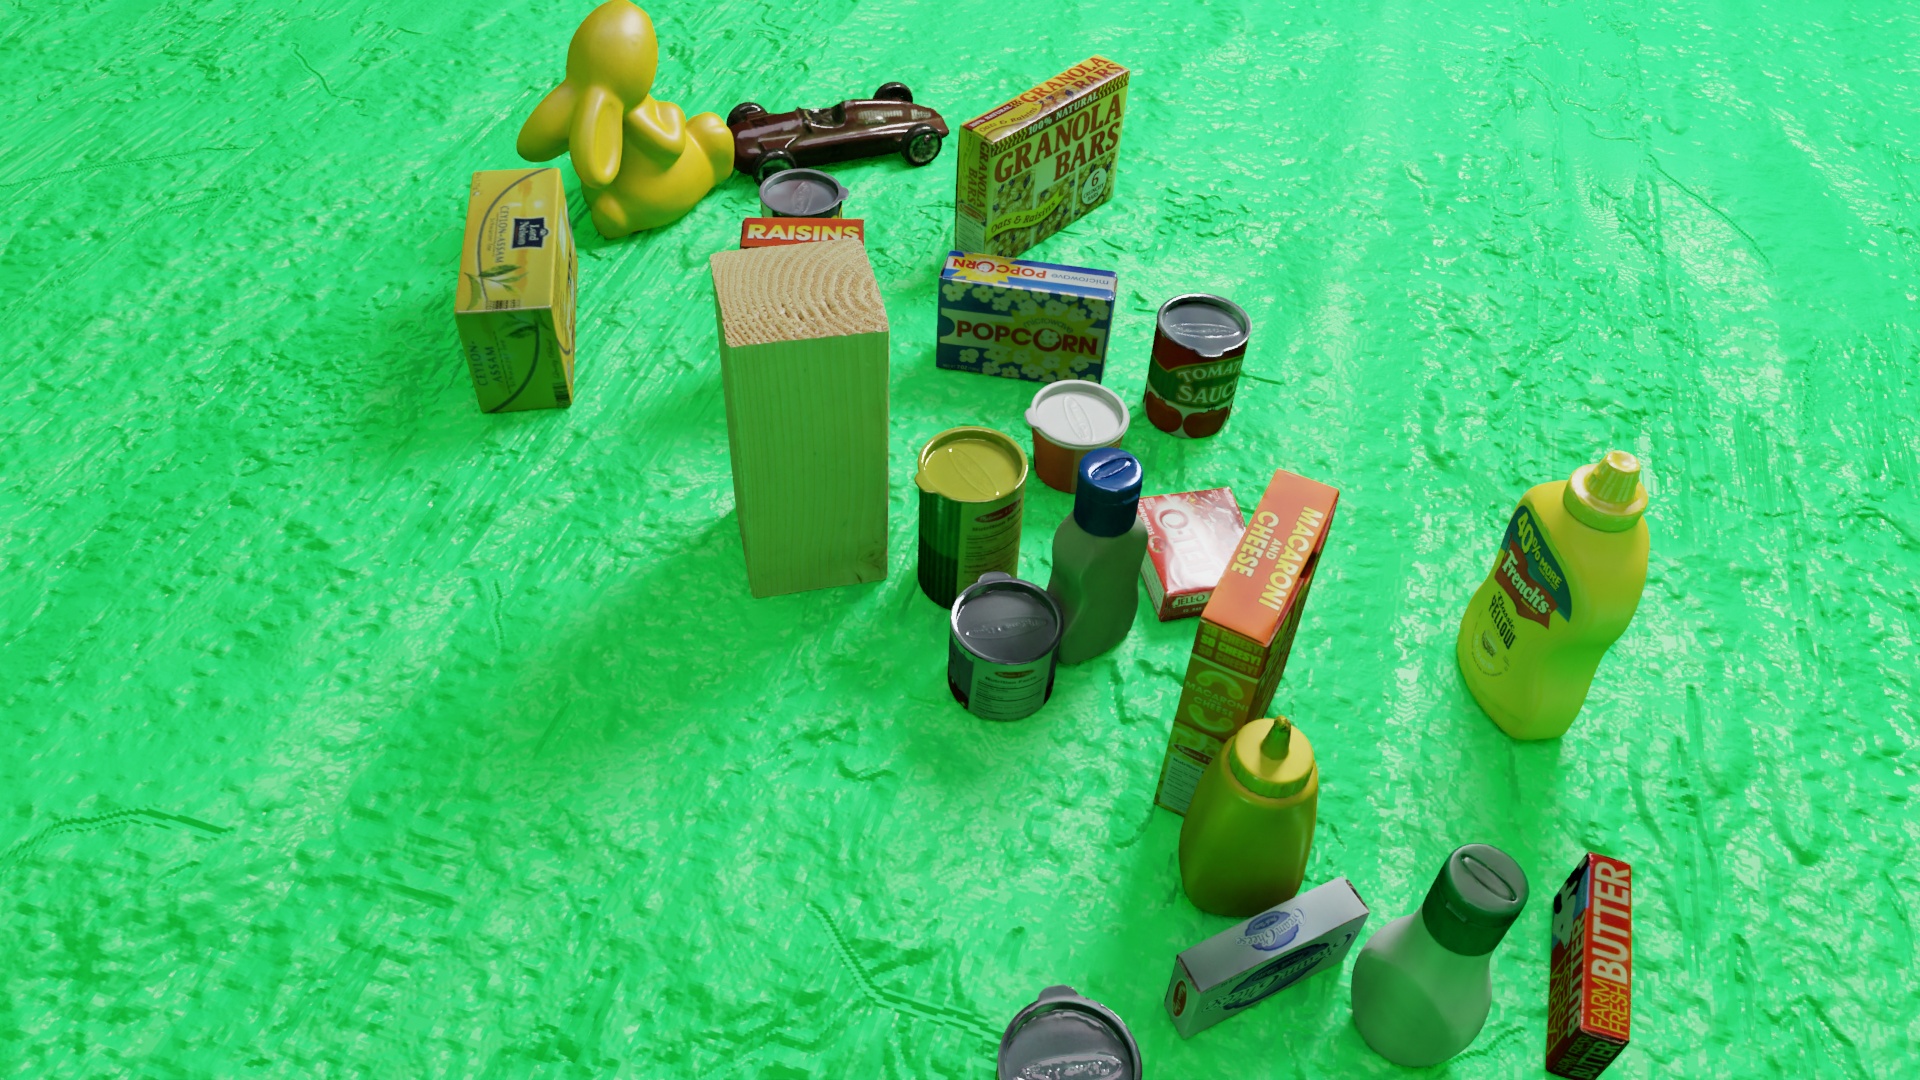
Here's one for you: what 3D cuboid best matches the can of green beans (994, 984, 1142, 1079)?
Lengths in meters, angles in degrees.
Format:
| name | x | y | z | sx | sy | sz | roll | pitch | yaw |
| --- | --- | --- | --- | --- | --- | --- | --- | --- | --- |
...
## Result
| name | x | y | z | sx | sy | sz | roll | pitch | yaw |
| --- | --- | --- | --- | --- | --- | --- | --- | --- | --- |
| can of green beans | 0.048 | 0.256 | 0.649 | 0.071 | 0.057 | 0.071 | 2 | 47 | -2 |

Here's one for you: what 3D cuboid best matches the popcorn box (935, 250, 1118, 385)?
| name | x | y | z | sx | sy | sz | roll | pitch | yaw |
| --- | --- | --- | --- | --- | --- | --- | --- | --- | --- |
| popcorn box | 0.048 | -0.162 | 1.023 | 0.127 | 0.084 | 0.038 | 8 | 47 | 5 |

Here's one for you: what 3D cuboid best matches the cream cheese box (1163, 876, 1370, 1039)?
| name | x | y | z | sx | sy | sz | roll | pitch | yaw |
| --- | --- | --- | --- | --- | --- | --- | --- | --- | --- |
| cream cheese box | 0.153 | 0.210 | 0.701 | 0.104 | 0.053 | 0.024 | -19 | 51 | -19 |

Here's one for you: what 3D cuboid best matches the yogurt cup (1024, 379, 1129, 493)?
| name | x | y | z | sx | sy | sz | roll | pitch | yaw |
| --- | --- | --- | --- | --- | --- | --- | --- | --- | --- |
| yogurt cup | 0.080 | -0.070 | 0.959 | 0.072 | 0.053 | 0.073 | 2 | 47 | -2 |

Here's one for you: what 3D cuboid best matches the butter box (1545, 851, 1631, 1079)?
| name | x | y | z | sx | sy | sz | roll | pitch | yaw |
| --- | --- | --- | --- | --- | --- | --- | --- | --- | --- |
| butter box | 0.319 | 0.216 | 0.705 | 0.024 | 0.052 | 0.104 | 15 | 48 | 11 |

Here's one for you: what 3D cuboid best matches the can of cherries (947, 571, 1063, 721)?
| name | x | y | z | sx | sy | sz | roll | pitch | yaw |
| --- | --- | --- | --- | --- | --- | --- | --- | --- | --- |
| can of cherries | 0.026 | 0.063 | 0.829 | 0.071 | 0.058 | 0.072 | 2 | 47 | -2 |

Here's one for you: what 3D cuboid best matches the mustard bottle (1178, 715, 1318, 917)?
| name | x | y | z | sx | sy | sz | roll | pitch | yaw |
| --- | --- | --- | --- | --- | --- | --- | --- | --- | --- |
| mustard bottle | 0.150 | 0.133 | 0.700 | 0.065 | 0.159 | 0.049 | 4 | 47 | 1 |

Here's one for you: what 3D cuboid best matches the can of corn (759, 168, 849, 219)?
| name | x | y | z | sx | sy | sz | roll | pitch | yaw |
| --- | --- | --- | --- | --- | --- | --- | --- | --- | --- |
| can of corn | -0.125 | -0.257 | 1.121 | 0.071 | 0.058 | 0.071 | 2 | 47 | -2 |

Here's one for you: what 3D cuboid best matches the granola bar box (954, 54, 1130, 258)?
| name | x | y | z | sx | sy | sz | roll | pitch | yaw |
| --- | --- | --- | --- | --- | --- | --- | --- | --- | --- |
| granola bar box | 0.065 | -0.308 | 1.134 | 0.039 | 0.123 | 0.166 | 36 | 55 | 27 |

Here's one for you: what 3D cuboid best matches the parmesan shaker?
| name | x | y | z | sx | sy | sz | roll | pitch | yaw |
| --- | --- | --- | --- | --- | --- | --- | --- | --- | --- |
| parmesan shaker | 0.003 | -0.011 | 0.866 | 0.071 | 0.102 | 0.072 | 2 | 47 | -2 |

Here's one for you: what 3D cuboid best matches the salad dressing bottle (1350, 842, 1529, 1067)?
| name | x | y | z | sx | sy | sz | roll | pitch | yaw |
| --- | --- | --- | --- | --- | --- | --- | --- | --- | --- |
| salad dressing bottle | 0.226 | 0.196 | 0.654 | 0.044 | 0.146 | 0.064 | -30 | 55 | -27 |

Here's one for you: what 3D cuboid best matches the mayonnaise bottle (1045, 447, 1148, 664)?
| name | x | y | z | sx | sy | sz | roll | pitch | yaw |
| --- | --- | --- | --- | --- | --- | --- | --- | --- | --- |
| mayonnaise bottle | 0.081 | 0.010 | 0.821 | 0.065 | 0.147 | 0.041 | -26 | 53 | -25 |

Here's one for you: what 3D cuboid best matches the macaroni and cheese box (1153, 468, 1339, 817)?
| name | x | y | z | sx | sy | sz | roll | pitch | yaw |
| --- | --- | --- | --- | --- | --- | --- | --- | --- | --- |
| macaroni and cheese box | 0.157 | 0.061 | 0.764 | 0.040 | 0.165 | 0.124 | 22 | 50 | 17 |

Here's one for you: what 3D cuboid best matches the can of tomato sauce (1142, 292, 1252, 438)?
| name | x | y | z | sx | sy | sz | roll | pitch | yaw |
| --- | --- | --- | --- | --- | --- | --- | --- | --- | --- |
| can of tomato sauce | 0.169 | -0.123 | 0.995 | 0.071 | 0.082 | 0.071 | 2 | 47 | -2 |

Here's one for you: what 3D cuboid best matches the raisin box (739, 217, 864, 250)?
| name | x | y | z | sx | sy | sz | roll | pitch | yaw |
| --- | --- | --- | --- | --- | --- | --- | --- | --- | --- |
| raisin box | -0.111 | -0.170 | 0.996 | 0.086 | 0.122 | 0.040 | 1 | 47 | -2 |
